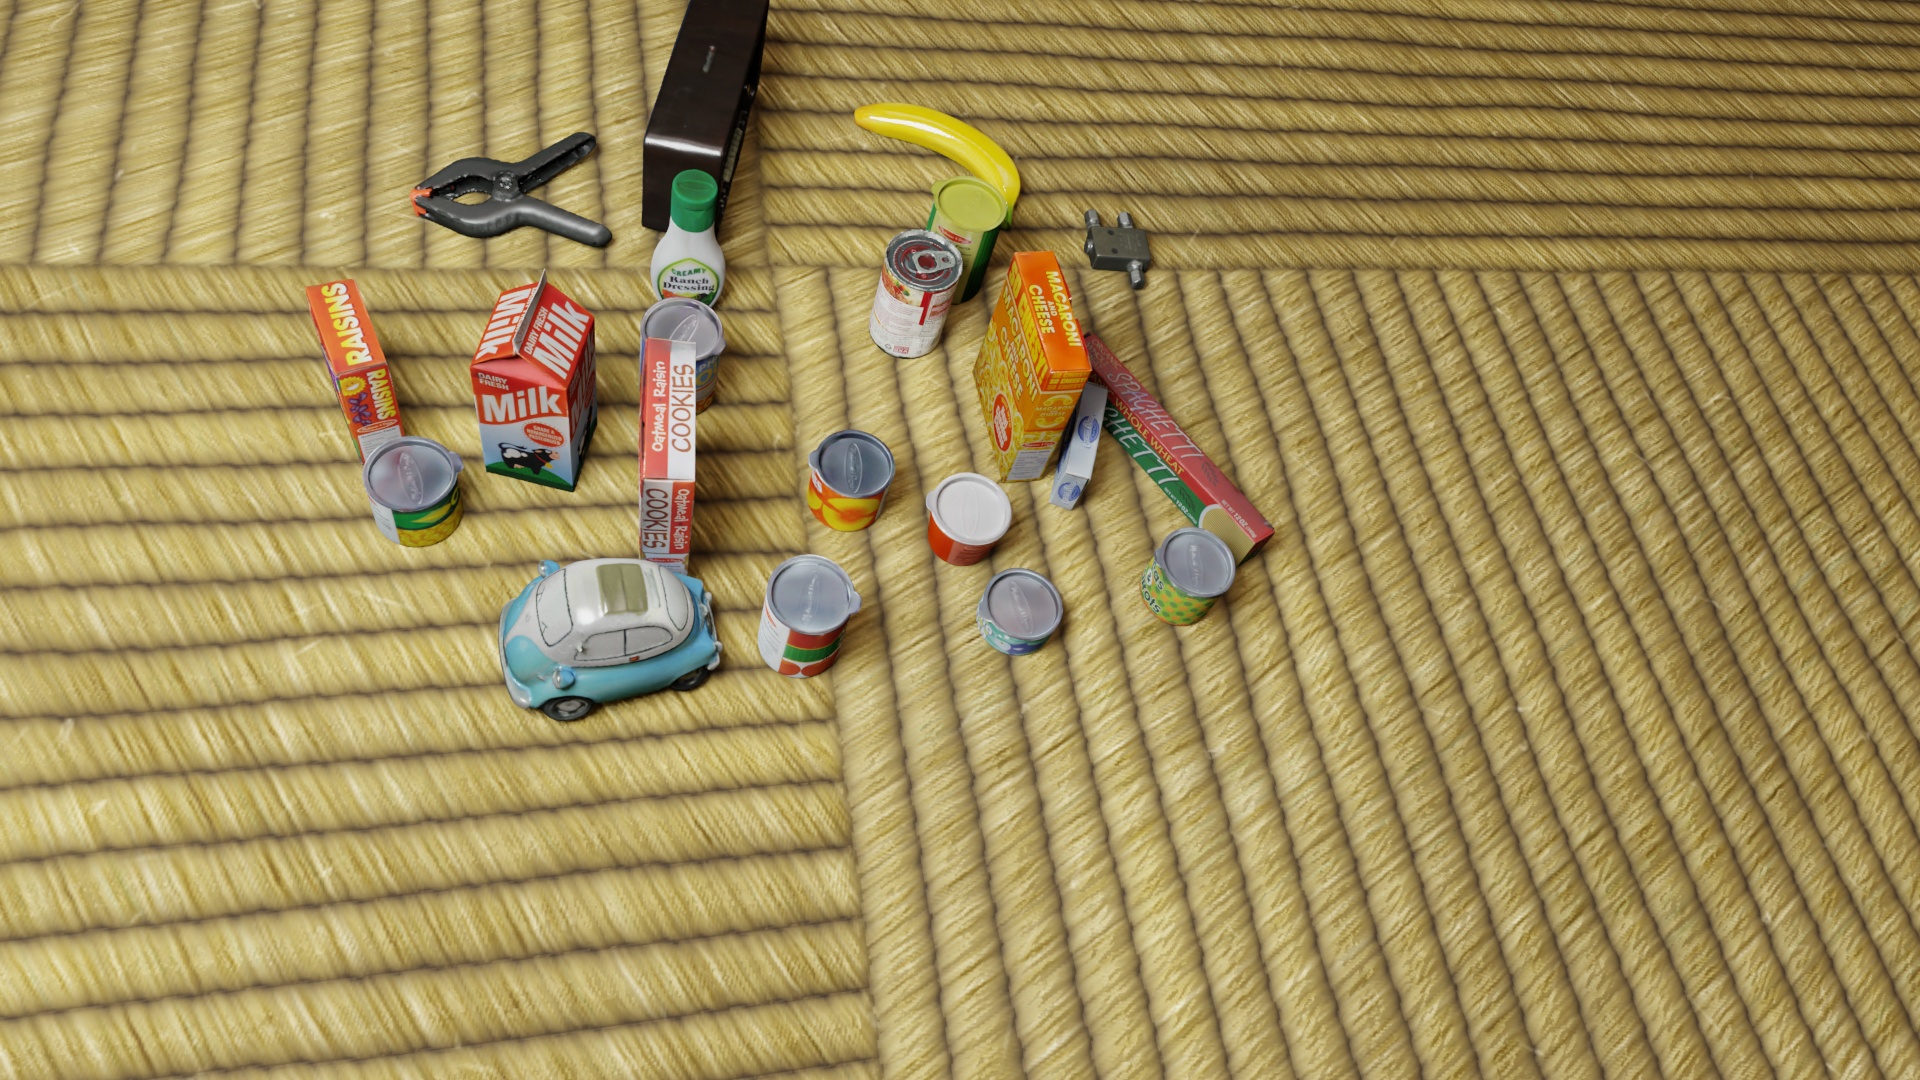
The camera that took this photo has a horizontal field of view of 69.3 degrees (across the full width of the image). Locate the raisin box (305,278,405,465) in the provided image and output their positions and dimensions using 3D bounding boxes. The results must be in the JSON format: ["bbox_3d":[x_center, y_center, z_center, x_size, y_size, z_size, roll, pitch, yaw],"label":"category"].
[{"bbox_3d":[-0.463,-0.128,1.065,0.040,0.122,0.086,-18,66,-23],"label":"raisin box"}]

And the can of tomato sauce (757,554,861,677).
[{"bbox_3d":[-0.117,0.060,1.065,0.071,0.082,0.071,6,59,-10],"label":"can of tomato sauce"}]

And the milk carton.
[{"bbox_3d":[-0.322,-0.120,1.056,0.073,0.189,0.073,14,58,-6],"label":"milk carton"}]

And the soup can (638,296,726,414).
[{"bbox_3d":[-0.232,-0.150,1.159,0.071,0.083,0.071,6,59,-10],"label":"soup can"}]

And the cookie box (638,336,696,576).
[{"bbox_3d":[-0.225,-0.055,1.055,0.040,0.166,0.123,1,60,-13],"label":"cookie box"}]

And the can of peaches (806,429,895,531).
[{"bbox_3d":[-0.094,-0.049,1.150,0.071,0.057,0.071,6,59,-10],"label":"can of peaches"}]

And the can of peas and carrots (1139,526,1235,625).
[{"bbox_3d":[0.188,0.031,1.172,0.071,0.058,0.071,6,59,-10],"label":"can of peas and carrots"}]

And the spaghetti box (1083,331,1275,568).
[{"bbox_3d":[0.180,-0.082,1.242,0.029,0.050,0.250,-31,72,-27],"label":"spaghetti box"}]

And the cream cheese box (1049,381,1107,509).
[{"bbox_3d":[0.104,-0.083,1.222,0.024,0.053,0.104,17,58,-4],"label":"cream cheese box"}]

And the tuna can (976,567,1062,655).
[{"bbox_3d":[0.045,0.059,1.135,0.071,0.032,0.071,6,59,-10],"label":"tuna can"}]

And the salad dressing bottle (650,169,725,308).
[{"bbox_3d":[-0.230,-0.251,1.182,0.064,0.147,0.044,2,60,-13],"label":"salad dressing bottle"}]

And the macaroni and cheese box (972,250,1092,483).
[{"bbox_3d":[0.058,-0.145,1.180,0.040,0.165,0.124,-5,62,-17],"label":"macaroni and cheese box"}]

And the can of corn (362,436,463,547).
[{"bbox_3d":[-0.415,-0.037,1.062,0.071,0.058,0.071,6,59,-10],"label":"can of corn"}]

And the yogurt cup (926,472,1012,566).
[{"bbox_3d":[0.004,-0.014,1.156,0.072,0.053,0.073,6,59,-10],"label":"yogurt cup"}]

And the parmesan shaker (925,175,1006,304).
[{"bbox_3d":[-0.004,-0.277,1.280,0.071,0.102,0.071,6,59,-10],"label":"parmesan shaker"}]
